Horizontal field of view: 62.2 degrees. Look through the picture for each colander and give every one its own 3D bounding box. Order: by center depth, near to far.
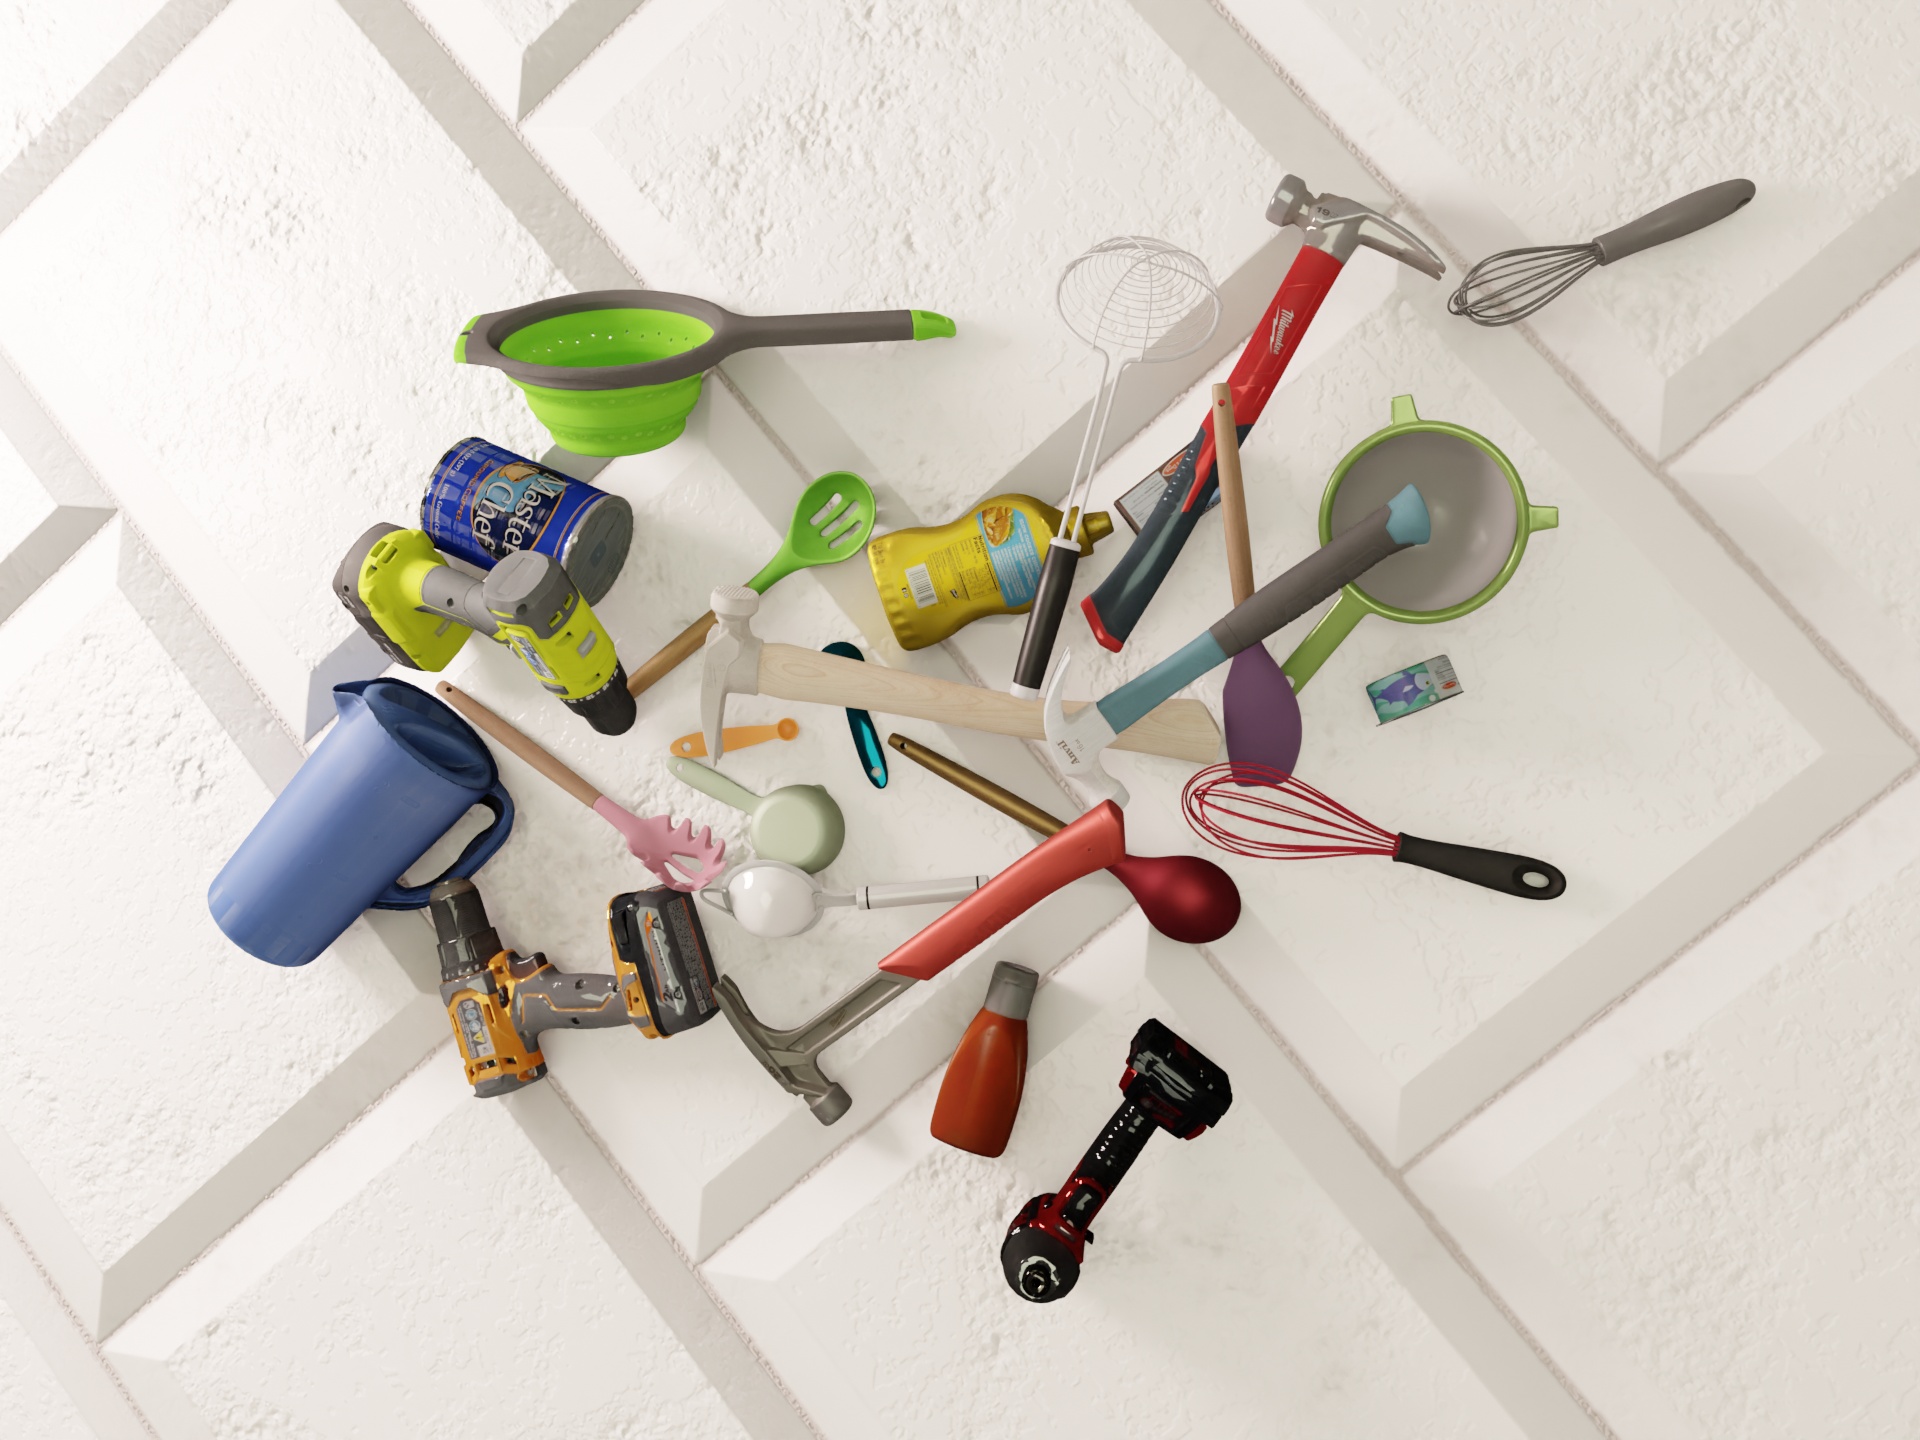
[{"bbox_3d":[-0.201,-0.280,1.300,0.397,0.205,0.094,-4,122,-5],"label":"colander"}]

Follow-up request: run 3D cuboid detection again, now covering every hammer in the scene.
[{"bbox_3d":[0.205,-0.064,1.184,0.331,0.033,0.128,-34,107,12],"label":"hammer"},{"bbox_3d":[0.217,-0.218,1.217,0.143,0.038,0.386,30,91,9],"label":"hammer"},{"bbox_3d":[-0.023,0.169,1.245,0.359,0.037,0.149,-38,94,16],"label":"hammer"},{"bbox_3d":[-0.002,-0.004,1.259,0.410,0.038,0.146,9,109,3],"label":"hammer"}]

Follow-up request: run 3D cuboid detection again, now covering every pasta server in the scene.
[{"bbox_3d":[-0.324,0.050,1.333,0.316,0.040,0.060,34,58,15],"label":"pasta server"}]

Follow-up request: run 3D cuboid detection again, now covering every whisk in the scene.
[{"bbox_3d":[0.482,-0.356,1.197,0.239,0.055,0.055,-22,84,5],"label":"whisk"},{"bbox_3d":[0.314,0.091,1.212,0.296,0.073,0.073,14,91,5],"label":"whisk"}]

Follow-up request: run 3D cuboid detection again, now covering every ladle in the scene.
[{"bbox_3d":[0.078,0.087,1.271,0.315,0.031,0.069,28,97,12],"label":"ladle"}]

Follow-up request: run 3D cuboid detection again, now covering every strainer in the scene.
[{"bbox_3d":[0.320,-0.113,1.220,0.151,0.069,0.256,39,113,6],"label":"strainer"},{"bbox_3d":[-0.087,0.145,1.286,0.258,0.050,0.086,-6,127,3],"label":"strainer"}]

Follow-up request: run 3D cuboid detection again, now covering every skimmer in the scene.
[{"bbox_3d":[0.101,-0.193,1.220,0.127,0.090,0.363,16,97,7],"label":"skimmer"}]

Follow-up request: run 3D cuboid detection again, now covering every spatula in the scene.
[{"bbox_3d":[0.217,-0.098,1.207,0.060,0.018,0.315,-7,107,11],"label":"spatula"}]

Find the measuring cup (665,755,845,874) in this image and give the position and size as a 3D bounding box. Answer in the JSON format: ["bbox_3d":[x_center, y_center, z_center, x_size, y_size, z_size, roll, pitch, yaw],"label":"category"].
[{"bbox_3d":[-0.176,0.071,1.311,0.167,0.038,0.083,27,93,8],"label":"measuring cup"}]

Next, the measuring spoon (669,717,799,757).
[{"bbox_3d":[-0.189,0.015,1.333,0.117,0.011,0.021,-10,89,14],"label":"measuring spoon"}]

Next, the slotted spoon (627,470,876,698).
[{"bbox_3d":[-0.193,-0.095,1.328,0.314,0.031,0.070,-38,82,9],"label":"slotted spoon"}]

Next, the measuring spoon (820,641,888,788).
[{"bbox_3d":[-0.087,-0.004,1.306,0.042,0.021,0.129,-21,83,10],"label":"measuring spoon"}]

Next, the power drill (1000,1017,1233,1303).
[{"bbox_3d":[0.109,0.339,1.199,0.078,0.143,0.219,37,93,7],"label":"power drill"}]

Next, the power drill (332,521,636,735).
[{"bbox_3d":[-0.376,-0.071,1.290,0.229,0.190,0.080,15,60,27],"label":"power drill"}]

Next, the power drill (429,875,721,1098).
[{"bbox_3d":[-0.329,0.198,1.315,0.226,0.084,0.185,-18,89,14],"label":"power drill"}]
